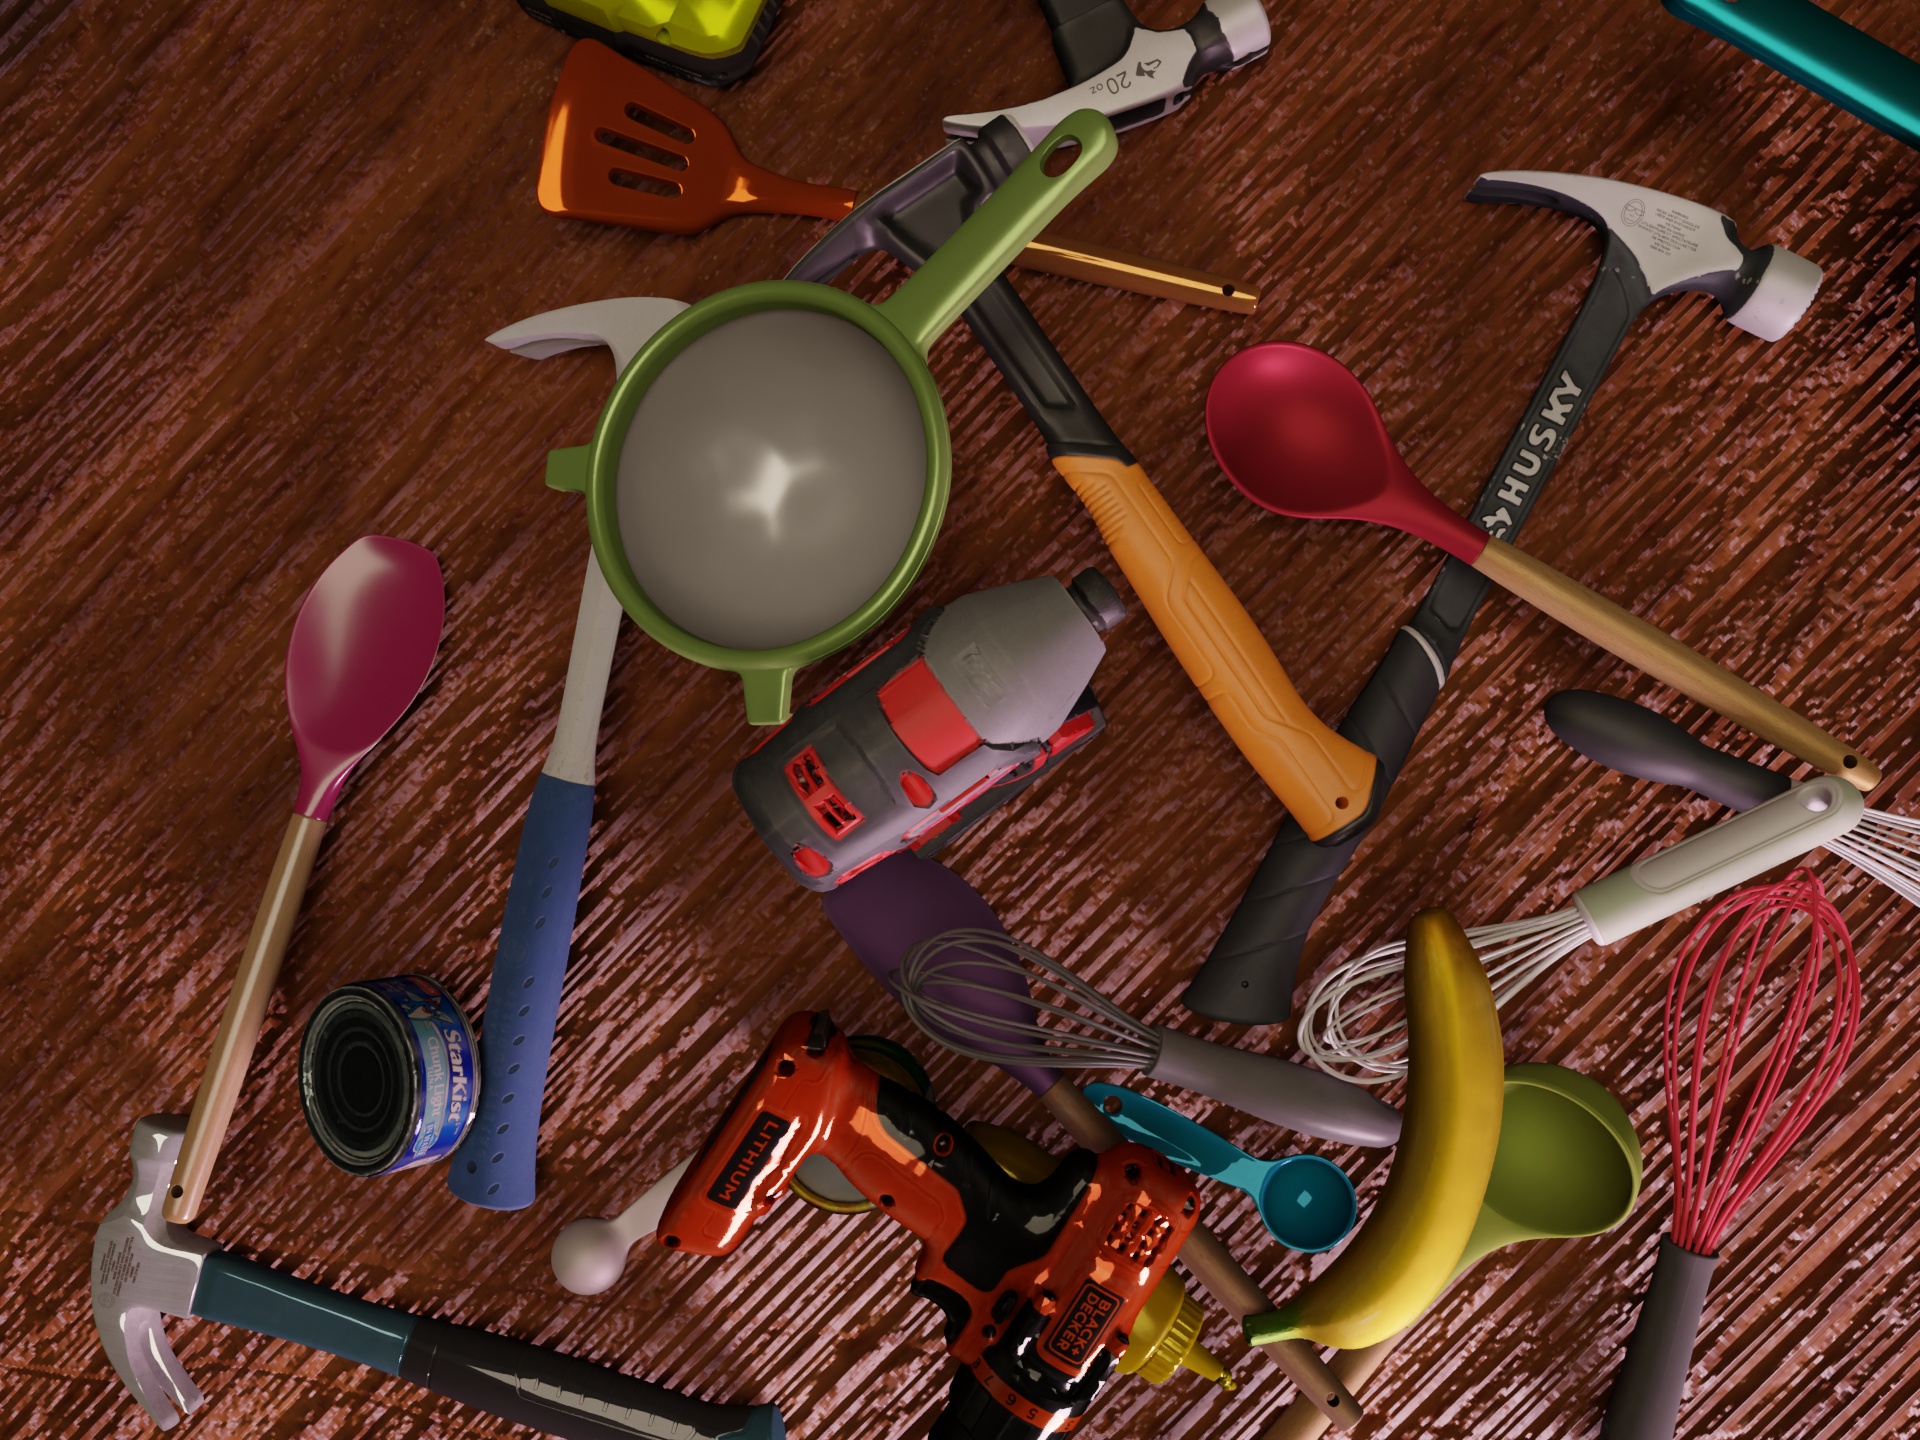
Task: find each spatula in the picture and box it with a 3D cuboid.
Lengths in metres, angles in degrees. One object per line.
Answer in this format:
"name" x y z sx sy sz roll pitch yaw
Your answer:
"spatula" -0.024 -0.225 0.708 0.322 0.041 0.081 14 89 3
"spatula" 0.059 0.177 0.691 0.060 0.018 0.316 -42 78 -4

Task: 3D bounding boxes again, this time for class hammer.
"hammer" -0.235 0.286 0.719 0.331 0.033 0.128 16 89 4
"hammer" -0.177 0.013 0.707 0.144 0.035 0.405 13 94 22
"hammer" 0.206 -0.048 0.692 0.149 0.036 0.409 29 91 5
"hammer" 0.000 -0.414 0.713 0.146 0.035 0.335 -26 87 3
"hammer" 0.062 -0.087 0.672 0.127 0.034 0.337 -35 86 0

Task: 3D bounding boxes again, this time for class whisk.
"whisk" 0.383 0.051 0.670 0.284 0.070 0.070 24 91 9
"whisk" 0.312 0.203 0.670 0.073 0.073 0.296 14 95 4
"whisk" 0.253 0.085 0.662 0.246 0.058 0.059 -29 131 12
"whisk" 0.082 0.141 0.679 0.239 0.055 0.055 20 91 -10

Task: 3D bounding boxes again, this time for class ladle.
"ladle" 0.169 0.277 0.680 0.078 0.062 0.320 40 95 17
"ladle" 0.239 -0.059 0.659 0.315 0.031 0.069 32 90 4

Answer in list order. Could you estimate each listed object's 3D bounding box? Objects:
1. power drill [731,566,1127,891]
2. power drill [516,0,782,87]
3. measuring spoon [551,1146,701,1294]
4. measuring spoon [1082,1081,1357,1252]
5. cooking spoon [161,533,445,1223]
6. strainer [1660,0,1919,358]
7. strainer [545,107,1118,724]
"power drill" -0.001 -0.002 0.613 0.143 0.219 0.078 -37 87 3
"power drill" -0.145 -0.342 0.627 0.171 0.223 0.080 23 91 4
"measuring spoon" -0.134 0.219 0.720 0.124 0.018 0.034 -36 87 2
"measuring spoon" 0.114 0.192 0.707 0.129 0.021 0.042 25 92 13
"cooking spoon" -0.303 0.068 0.721 0.069 0.017 0.319 15 83 4
"strainer" 0.425 -0.201 0.650 0.340 0.095 0.211 34 89 6
"strainer" -0.030 -0.127 0.620 0.256 0.069 0.151 -45 73 8
